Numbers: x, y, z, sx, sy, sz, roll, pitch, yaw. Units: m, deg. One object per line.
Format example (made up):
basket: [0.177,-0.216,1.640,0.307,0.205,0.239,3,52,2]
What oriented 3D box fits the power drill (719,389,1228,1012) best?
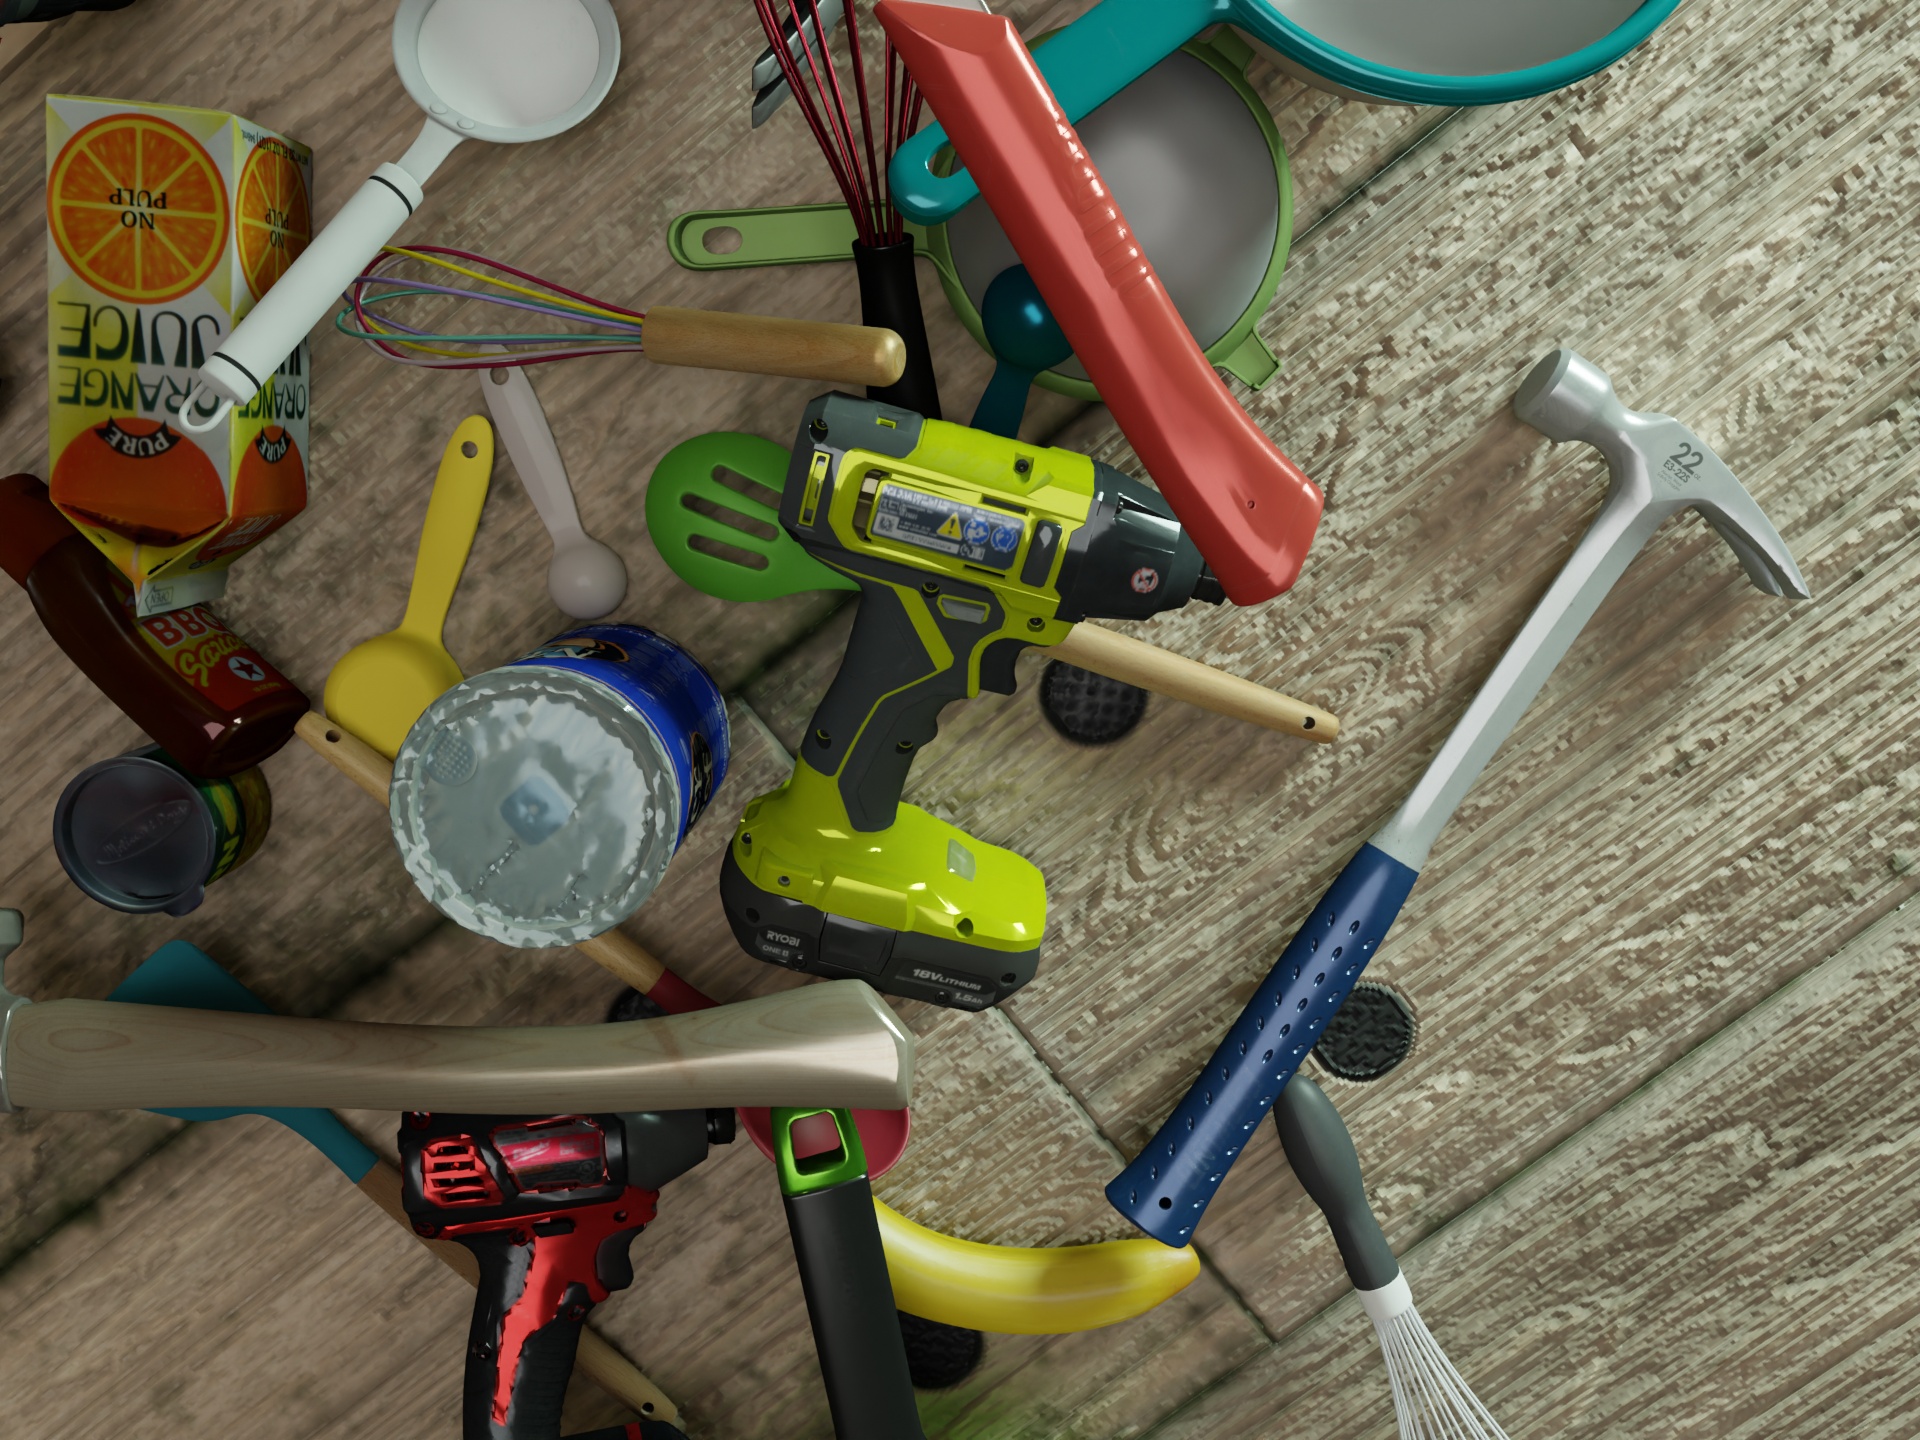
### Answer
power drill: [-0.001,-0.002,0.629,0.171,0.080,0.223,15,115,-4]

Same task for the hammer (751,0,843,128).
hammer: [-0.199,-0.338,0.603,0.337,0.034,0.127,21,72,0]

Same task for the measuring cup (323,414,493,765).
measuring cup: [-0.227,-0.053,0.671,0.062,0.029,0.156,19,102,-3]

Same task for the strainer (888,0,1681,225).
strainer: [0.114,-0.274,0.584,0.340,0.095,0.211,-37,89,-4]

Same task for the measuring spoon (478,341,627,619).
measuring spoon: [-0.177,-0.100,0.670,0.034,0.018,0.124,-21,99,4]

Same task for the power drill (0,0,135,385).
power drill: [-0.391,-0.212,0.590,0.080,0.188,0.226,33,117,-2]

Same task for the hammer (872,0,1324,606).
hammer: [0.006,-0.187,0.509,0.149,0.037,0.359,-32,106,4]

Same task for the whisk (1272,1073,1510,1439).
whisk: [0.205,0.289,0.724,0.070,0.070,0.284,-24,95,4]

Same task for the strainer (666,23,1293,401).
strainer: [0.009,-0.199,0.626,0.256,0.069,0.151,-4,100,-1]

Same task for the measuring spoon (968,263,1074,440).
measuring spoon: [0.014,-0.120,0.634,0.042,0.021,0.128,22,130,1]

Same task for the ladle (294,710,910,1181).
ladle: [-0.152,0.097,0.684,0.315,0.069,0.031,39,143,-10]

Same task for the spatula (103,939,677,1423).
spatula: [-0.251,0.224,0.716,0.317,0.044,0.082,43,87,-8]

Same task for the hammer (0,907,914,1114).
hammer: [-0.224,0.148,0.638,0.410,0.038,0.146,-1,84,4]

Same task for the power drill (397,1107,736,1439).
power drill: [-0.163,0.264,0.695,0.143,0.078,0.220,-5,90,-16]

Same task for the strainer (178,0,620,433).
strainer: [-0.210,-0.206,0.602,0.087,0.050,0.258,31,70,1]

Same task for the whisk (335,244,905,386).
whisk: [-0.138,-0.152,0.609,0.245,0.051,0.047,10,116,17]

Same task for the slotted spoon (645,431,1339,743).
slotted spoon: [0.015,-0.047,0.676,0.313,0.031,0.070,19,97,-5]

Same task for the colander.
colander: [-0.032,0.341,0.706,0.204,0.094,0.397,-13,98,-11]

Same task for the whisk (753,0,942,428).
whisk: [-0.032,-0.195,0.582,0.073,0.073,0.295,-6,120,1]

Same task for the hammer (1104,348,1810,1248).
hammer: [0.196,0.053,0.678,0.144,0.035,0.405,33,95,-6]
